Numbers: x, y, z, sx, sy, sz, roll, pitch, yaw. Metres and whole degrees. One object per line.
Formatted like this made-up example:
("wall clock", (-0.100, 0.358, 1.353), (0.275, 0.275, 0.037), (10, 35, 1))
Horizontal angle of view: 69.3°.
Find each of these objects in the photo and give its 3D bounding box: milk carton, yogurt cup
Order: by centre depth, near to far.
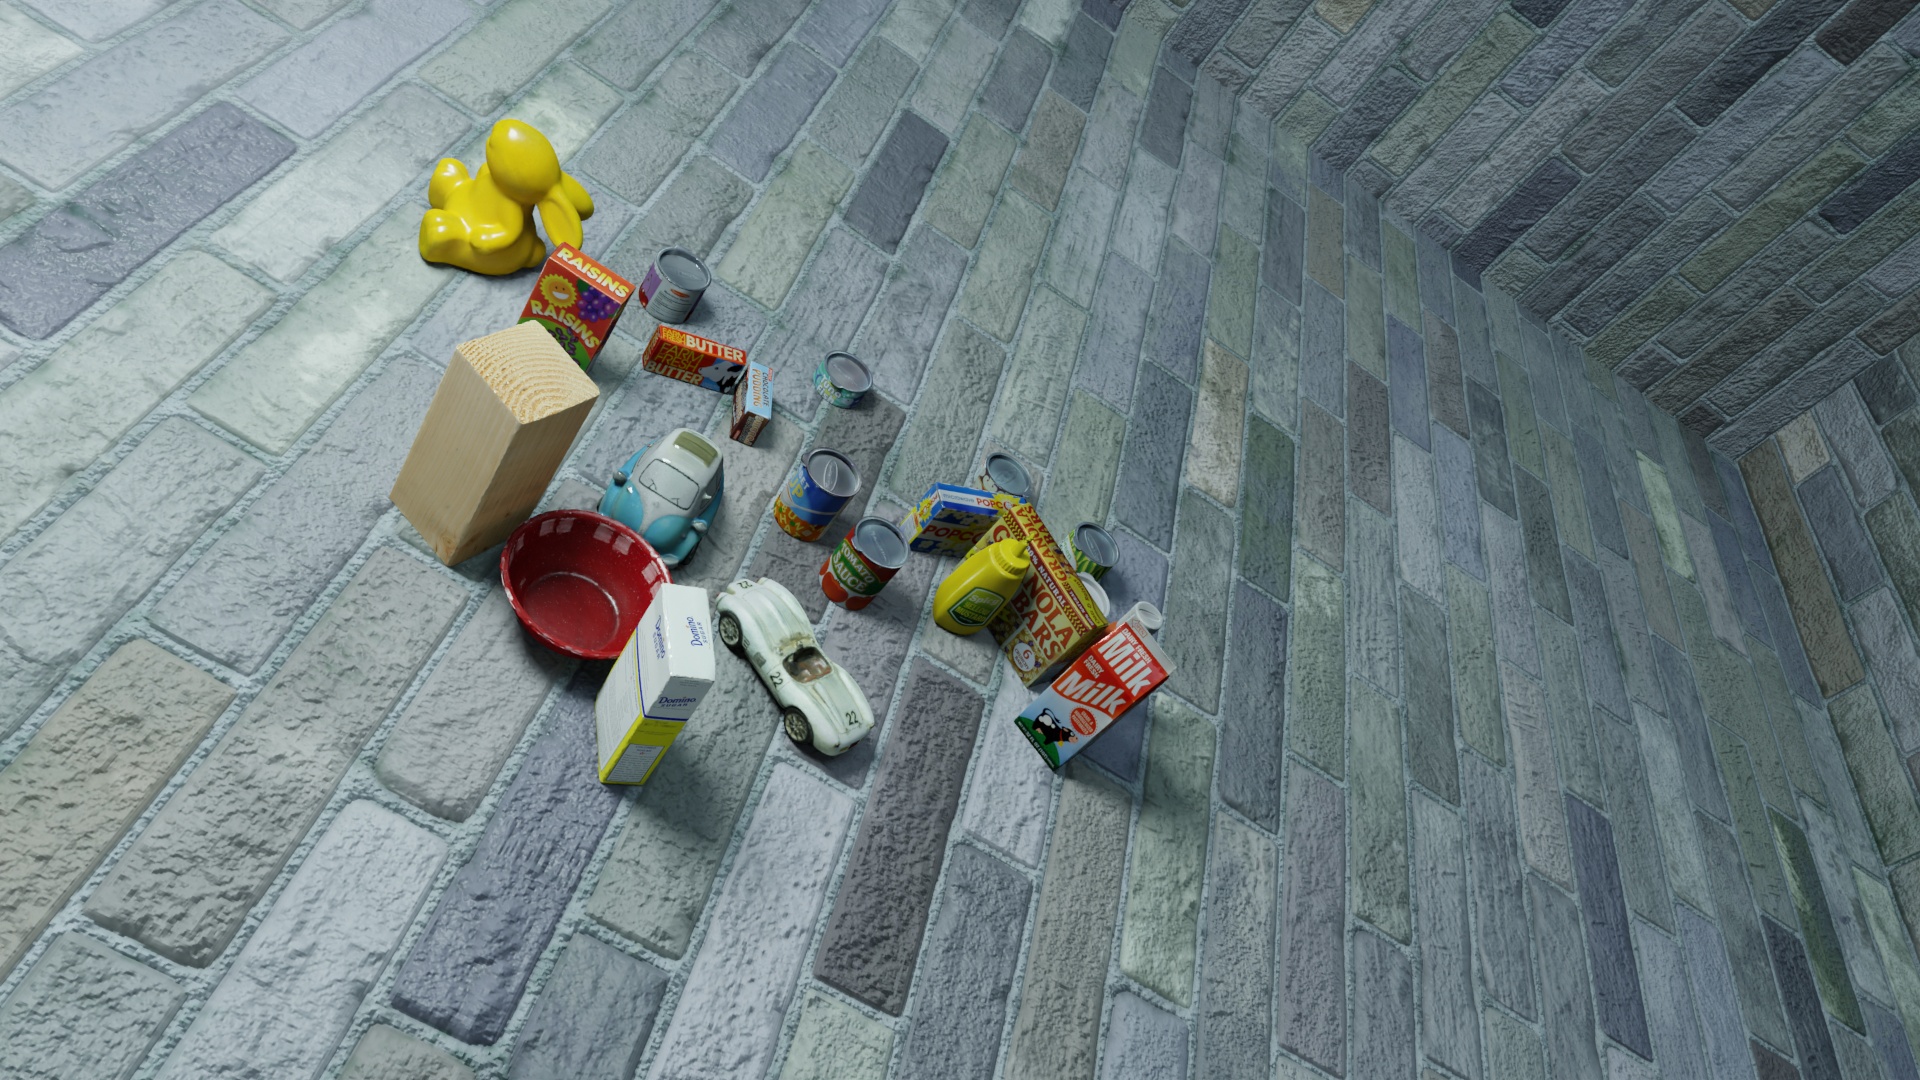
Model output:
("milk carton", (0.147, 0.156, 1.456), (0.074, 0.189, 0.072), (-24, 71, -48))
("yogurt cup", (0.132, 0.080, 1.622), (0.072, 0.053, 0.073), (22, 43, -22))

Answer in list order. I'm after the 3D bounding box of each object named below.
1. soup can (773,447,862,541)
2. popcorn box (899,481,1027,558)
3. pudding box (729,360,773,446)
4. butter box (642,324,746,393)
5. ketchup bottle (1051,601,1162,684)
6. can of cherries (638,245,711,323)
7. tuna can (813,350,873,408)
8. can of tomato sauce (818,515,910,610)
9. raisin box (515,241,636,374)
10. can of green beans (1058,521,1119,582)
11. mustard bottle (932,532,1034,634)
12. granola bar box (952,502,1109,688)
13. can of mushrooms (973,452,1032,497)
("soup can", (-0.156, -0.050, 1.482), (0.071, 0.083, 0.072), (22, 43, -22))
("popcorn box", (0.006, -0.020, 1.585), (0.127, 0.084, 0.038), (9, 49, -34))
("pudding box", (-0.231, -0.153, 1.541), (0.030, 0.049, 0.084), (21, 44, -24))
("butter box", (-0.293, -0.199, 1.530), (0.103, 0.053, 0.024), (15, 46, -29))
("ketchup bottle", (0.165, 0.123, 1.534), (0.065, 0.148, 0.044), (24, 43, -21))
("can of cherries", (-0.326, -0.292, 1.585), (0.071, 0.058, 0.072), (22, 43, -22))
("tuna can", (-0.142, -0.192, 1.663), (0.071, 0.032, 0.071), (22, 43, -22))
("can of tomato sauce", (-0.103, 0.025, 1.457), (0.071, 0.082, 0.071), (22, 43, -22))
("raisin box", (-0.397, -0.233, 1.421), (0.086, 0.122, 0.040), (33, 40, -11))
("can of green beans", (0.150, 0.020, 1.688), (0.071, 0.057, 0.071), (22, 43, -22))
("mustard bottle", (0.031, 0.041, 1.491), (0.065, 0.159, 0.049), (22, 43, -23))
("granola bar box", (0.075, 0.061, 1.536), (0.039, 0.123, 0.166), (-13, 63, -45))
("can of mushrooms", (0.053, -0.071, 1.712), (0.071, 0.033, 0.071), (22, 43, -22))
